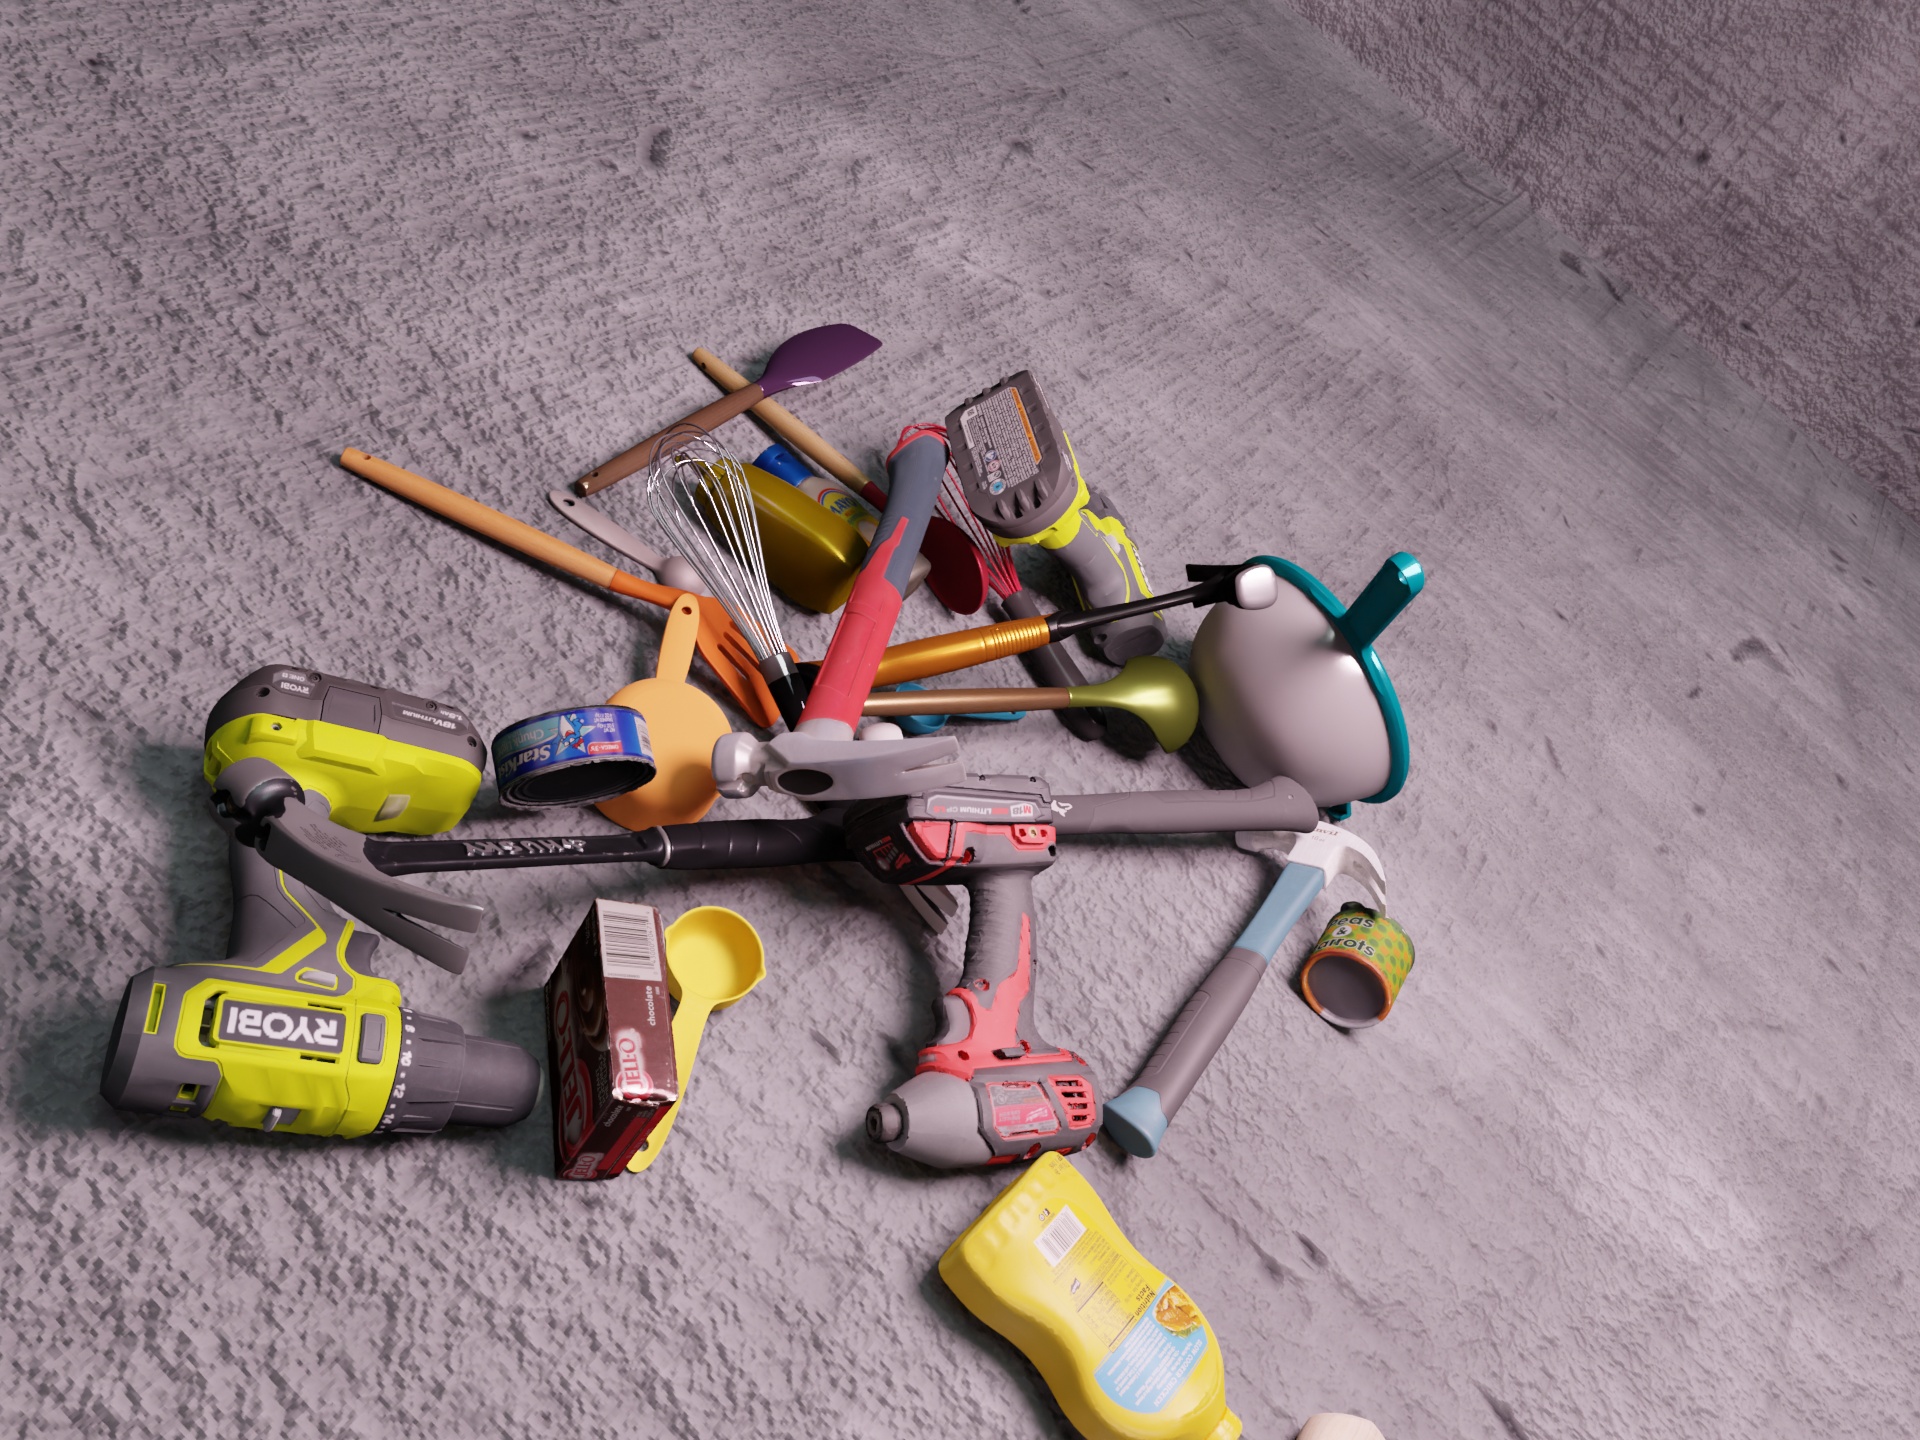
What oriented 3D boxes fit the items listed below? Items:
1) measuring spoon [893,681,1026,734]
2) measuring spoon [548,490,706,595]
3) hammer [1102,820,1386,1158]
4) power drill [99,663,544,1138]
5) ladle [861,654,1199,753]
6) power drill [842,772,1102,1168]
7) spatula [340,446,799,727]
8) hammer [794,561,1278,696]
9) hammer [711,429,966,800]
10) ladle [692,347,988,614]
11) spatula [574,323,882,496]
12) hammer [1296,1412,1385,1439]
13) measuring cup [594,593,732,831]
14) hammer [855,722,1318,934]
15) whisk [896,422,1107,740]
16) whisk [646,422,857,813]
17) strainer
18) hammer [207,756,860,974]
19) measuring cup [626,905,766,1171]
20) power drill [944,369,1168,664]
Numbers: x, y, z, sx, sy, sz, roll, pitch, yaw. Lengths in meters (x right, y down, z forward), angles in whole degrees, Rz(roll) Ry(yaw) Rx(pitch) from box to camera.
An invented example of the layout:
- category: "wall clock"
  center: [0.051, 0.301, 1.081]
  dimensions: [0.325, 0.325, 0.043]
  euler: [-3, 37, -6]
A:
- category: "measuring spoon"
  center: [-0.002, -0.004, 1.138]
  dimensions: [0.128, 0.021, 0.042]
  euler: [2, 49, -45]
- category: "measuring spoon"
  center: [-0.227, -0.126, 1.088]
  dimensions: [0.124, 0.018, 0.034]
  euler: [33, 41, -4]
- category: "hammer"
  center: [0.185, 0.168, 1.063]
  dimensions: [0.128, 0.033, 0.331]
  euler: [11, 37, 32]
- category: "power drill"
  center: [-0.299, 0.096, 0.789]
  dimensions: [0.190, 0.080, 0.229]
  euler: [16, 47, -29]
- category: "ladle"
  center: [0.045, -0.009, 1.115]
  dimensions: [0.320, 0.062, 0.078]
  euler: [-3, 63, -35]
- category: "power drill"
  center: [0.001, 0.145, 0.919]
  dimensions: [0.143, 0.078, 0.220]
  euler: [3, 71, -33]
- category: "spatula"
  center: [-0.253, -0.096, 1.042]
  dimensions: [0.322, 0.041, 0.081]
  euler: [25, 41, -7]
- category: "hammer"
  center: [0.044, -0.062, 1.110]
  dimensions: [0.337, 0.127, 0.034]
  euler: [-14, 98, -13]
- category: "hammer"
  center: [-0.038, -0.084, 1.025]
  dimensions: [0.143, 0.038, 0.387]
  euler: [-3, 37, 14]
- category: "ladle"
  center: [-0.093, -0.192, 1.223]
  dimensions: [0.315, 0.069, 0.031]
  euler: [40, 48, 13]
- category: "spatula"
  center: [-0.173, -0.240, 1.200]
  dimensions: [0.060, 0.018, 0.316]
  euler: [31, 47, 20]
- category: "hammer"
  center: [0.108, 0.477, 0.748]
  dimensions: [0.410, 0.038, 0.146]
  euler: [-25, 70, -46]
- category: "measuring cup"
  center: [-0.175, -0.018, 0.972]
  dimensions: [0.095, 0.052, 0.174]
  euler: [17, 57, -18]
- category: "hammer"
  center: [0.099, 0.068, 1.086]
  dimensions: [0.334, 0.035, 0.146]
  euler: [0, 53, -23]
- category: "whisk"
  center: [0.031, -0.110, 1.228]
  dimensions: [0.073, 0.073, 0.296]
  euler: [-16, 69, -43]
- category: "whisk"
  center: [-0.131, -0.063, 1.030]
  dimensions: [0.070, 0.070, 0.285]
  euler: [-20, 82, -44]
- category: "strainer"
  center: [0.239, -0.030, 1.141]
  dimensions: [0.095, 0.340, 0.211]
  euler: [-29, 77, -11]
- category: "hammer"
  center: [-0.167, 0.068, 0.834]
  dimensions: [0.149, 0.036, 0.408]
  euler: [28, 12, 30]
- category: "measuring cup"
  center: [-0.153, 0.174, 0.864]
  dimensions: [0.062, 0.029, 0.157]
  euler: [26, 54, -12]
- category: "power drill"
  center: [0.078, -0.161, 1.228]
  dimensions: [0.223, 0.080, 0.171]
  euler: [42, 27, -52]
